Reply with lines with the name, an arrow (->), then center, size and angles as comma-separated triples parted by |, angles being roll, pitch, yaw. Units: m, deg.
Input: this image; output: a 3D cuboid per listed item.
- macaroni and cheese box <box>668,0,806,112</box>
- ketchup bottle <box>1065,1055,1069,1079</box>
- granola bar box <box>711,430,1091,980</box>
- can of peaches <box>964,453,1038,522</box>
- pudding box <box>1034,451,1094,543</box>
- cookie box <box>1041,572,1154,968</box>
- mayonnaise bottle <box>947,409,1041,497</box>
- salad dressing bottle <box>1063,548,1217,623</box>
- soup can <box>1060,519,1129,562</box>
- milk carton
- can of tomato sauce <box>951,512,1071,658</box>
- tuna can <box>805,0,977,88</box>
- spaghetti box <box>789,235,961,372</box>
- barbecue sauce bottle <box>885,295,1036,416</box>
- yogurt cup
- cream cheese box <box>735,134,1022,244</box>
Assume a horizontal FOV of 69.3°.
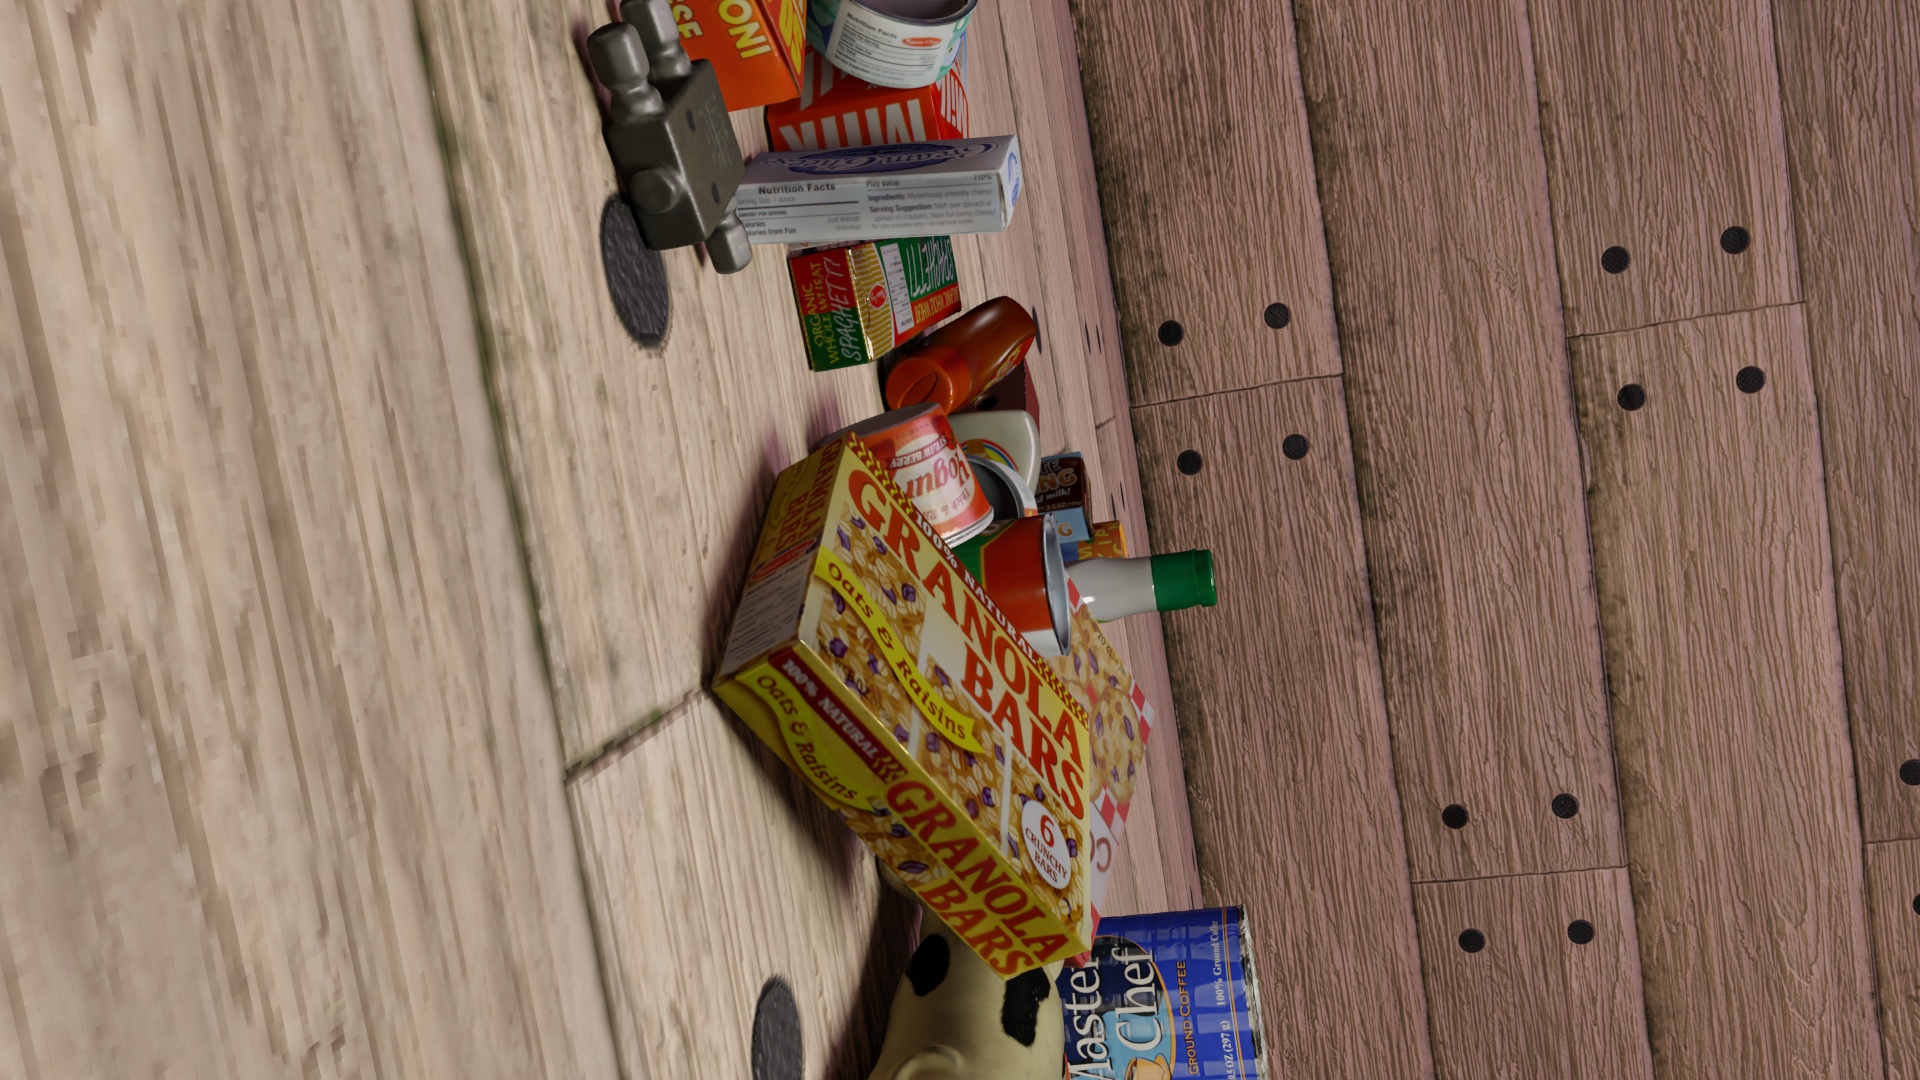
macaroni and cheese box -> -0.089, -0.254, 0.482 | 0.123, 0.040, 0.167 | 61, 24, -60
ketchup bottle -> 0.020, 0.267, 0.643 | 0.149, 0.043, 0.065 | 25, 58, -77
granola bar box -> -0.012, 0.058, 0.500 | 0.165, 0.039, 0.125 | 51, 25, -26
can of peaches -> 0.003, -0.009, 0.709 | 0.058, 0.071, 0.071 | -6, 88, -79
pudding box -> 0.036, -0.021, 0.829 | 0.050, 0.084, 0.030 | -87, 164, -45
cookie box -> 0.042, 0.109, 0.705 | 0.122, 0.040, 0.168 | 57, 37, -28
mayonnaise bottle -> 0.017, 0.003, 0.781 | 0.041, 0.065, 0.148 | 17, 69, -79
salad dressing bottle -> 0.088, 0.033, 0.888 | 0.064, 0.147, 0.044 | 17, 65, -78
soup can -> 0.083, 0.020, 1.037 | 0.071, 0.084, 0.071 | -10, 92, -79
milk carton -> -0.038, -0.202, 0.621 | 0.073, 0.072, 0.191 | 67, 17, -53
can of tomato sauce -> 0.005, 0.024, 0.641 | 0.071, 0.083, 0.071 | -10, 92, -79
tuna can -> -0.029, -0.214, 0.549 | 0.032, 0.071, 0.071 | 119, -24, -51
spaghetti box -> -0.034, -0.126, 0.694 | 0.251, 0.028, 0.050 | -58, 138, -73
barbecue sauce bottle -> -0.002, -0.097, 0.764 | 0.043, 0.064, 0.149 | 47, 23, -2
yogurt cup -> -0.026, -0.024, 0.579 | 0.072, 0.072, 0.054 | -62, 135, -72
cream cheese box -> -0.031, -0.132, 0.523 | 0.053, 0.104, 0.024 | -76, 163, -59
